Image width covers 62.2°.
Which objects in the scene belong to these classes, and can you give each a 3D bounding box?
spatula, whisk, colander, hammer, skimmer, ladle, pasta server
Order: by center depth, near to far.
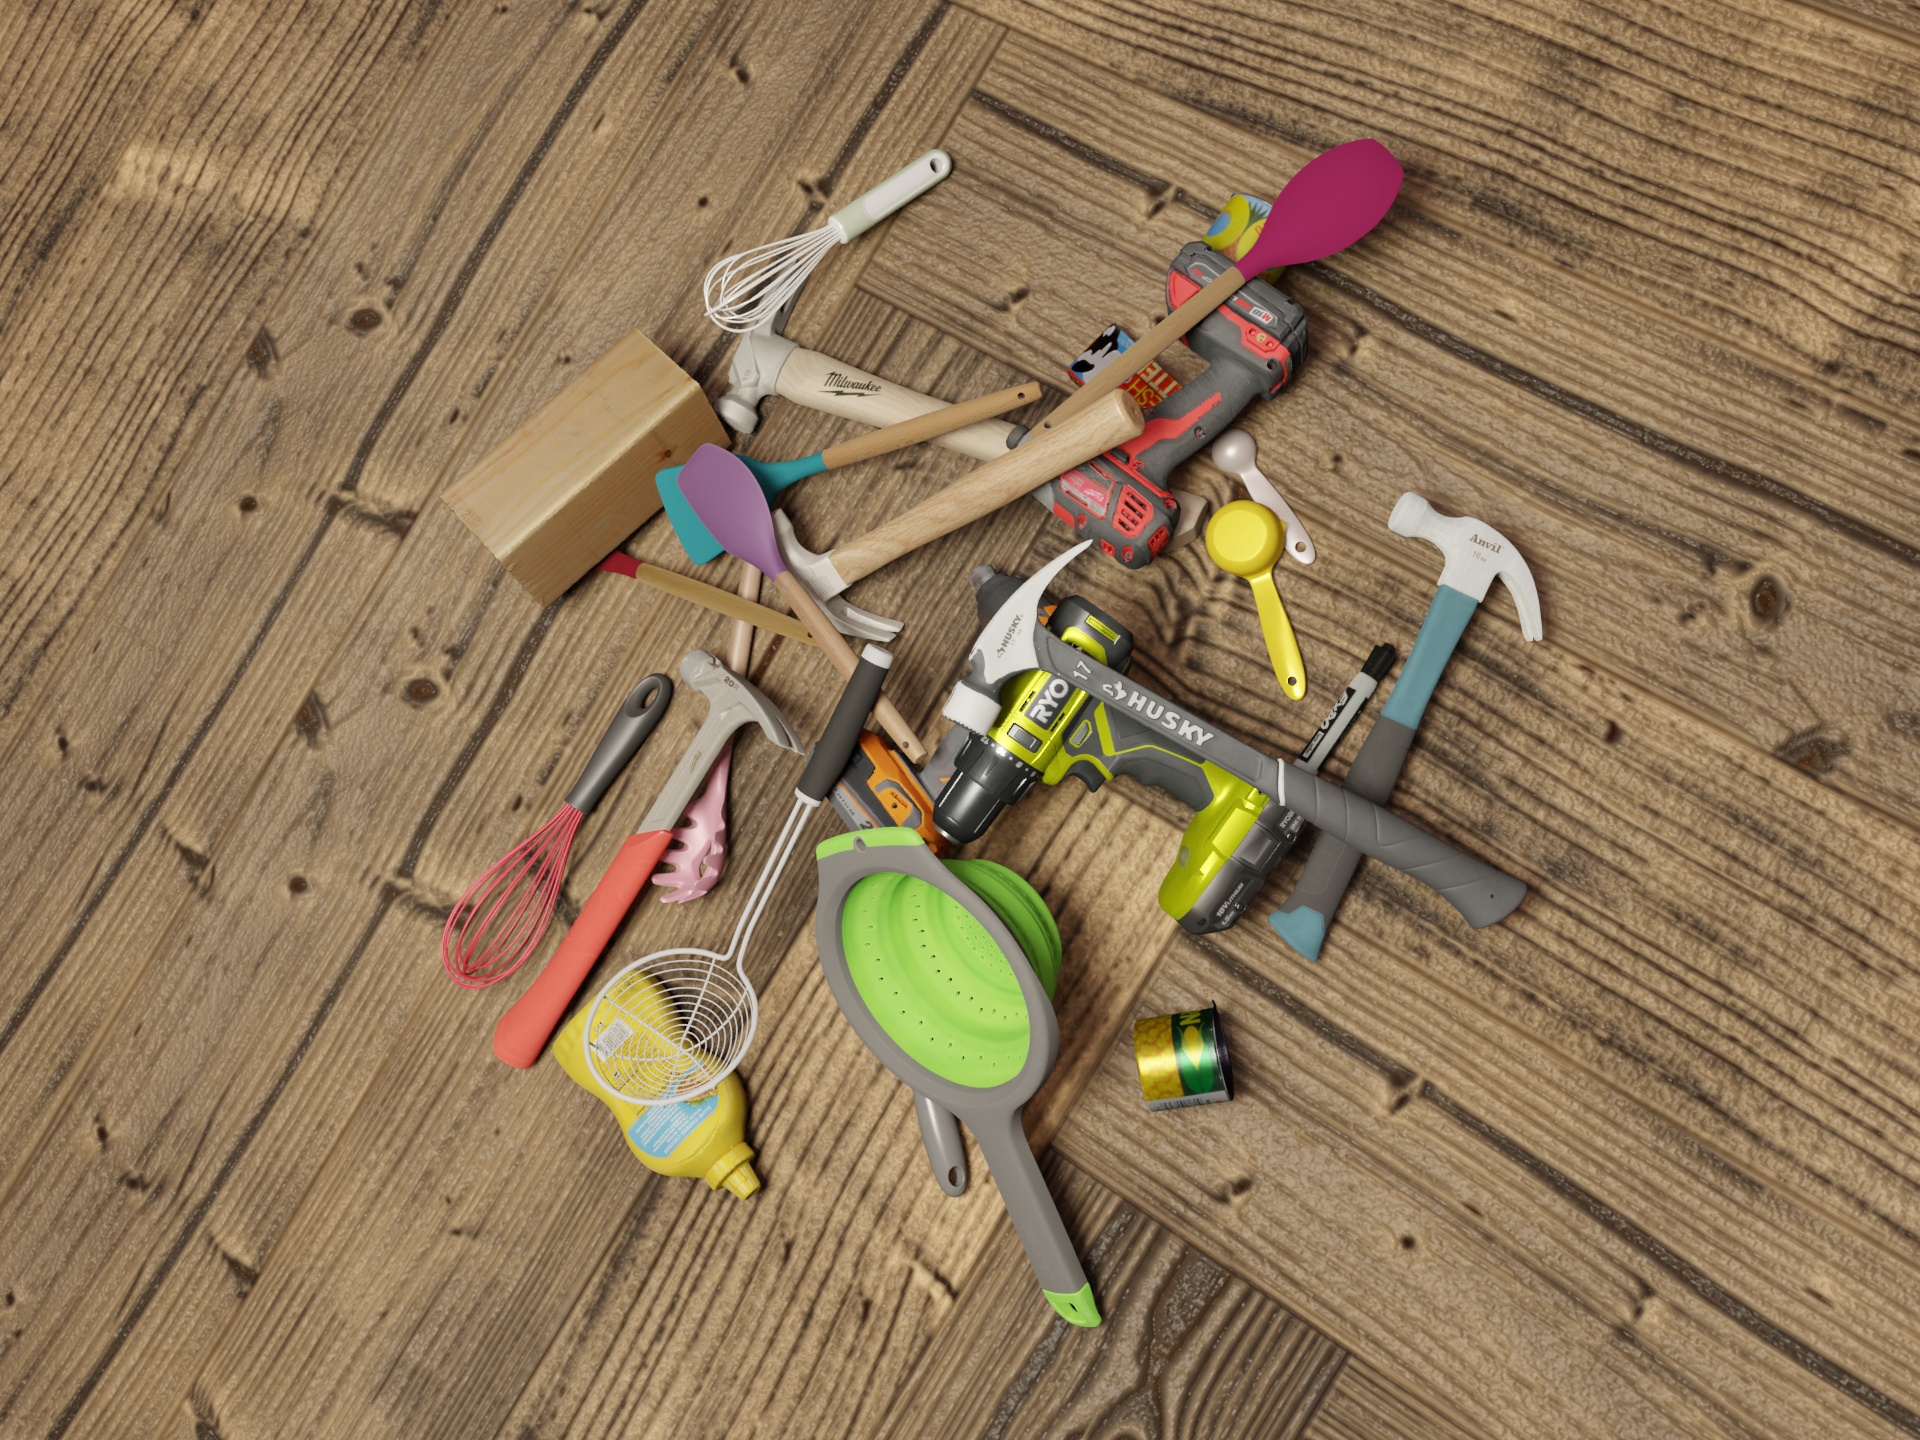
[{"bbox_3d":[0.199,0.027,1.067,0.409,0.036,0.149,28,88,-5],"label":"hammer"},{"bbox_3d":[0.034,0.238,1.125,0.204,0.094,0.397,-13,104,45],"label":"colander"},{"bbox_3d":[0.303,0.014,1.129,0.128,0.033,0.331,25,92,2],"label":"hammer"},{"bbox_3d":[-0.151,0.107,1.140,0.127,0.090,0.363,32,100,29],"label":"skimmer"},{"bbox_3d":[-0.006,-0.154,1.173,0.331,0.031,0.130,-23,109,35],"label":"hammer"},{"bbox_3d":[-0.037,0.238,1.187,0.055,0.055,0.239,-18,81,11],"label":"whisk"},{"bbox_3d":[-0.119,-0.091,1.197,0.059,0.018,0.316,-45,69,22],"label":"spatula"},{"bbox_3d":[-0.084,-0.205,1.235,0.317,0.044,0.082,-15,108,22],"label":"spatula"},{"bbox_3d":[-0.255,0.125,1.237,0.149,0.036,0.359,40,101,42],"label":"hammer"},{"bbox_3d":[0.005,-0.238,1.258,0.411,0.038,0.146,23,86,17],"label":"hammer"},{"bbox_3d":[-0.191,-0.009,1.271,0.060,0.040,0.316,1,79,41],"label":"pasta server"},{"bbox_3d":[-0.105,-0.390,1.279,0.246,0.059,0.057,-37,109,-13],"label":"whisk"},{"bbox_3d":[-0.320,0.087,1.283,0.073,0.073,0.296,31,83,17],"label":"whisk"},{"bbox_3d":[-0.238,-0.112,1.289,0.315,0.031,0.069,21,82,22],"label":"ladle"}]

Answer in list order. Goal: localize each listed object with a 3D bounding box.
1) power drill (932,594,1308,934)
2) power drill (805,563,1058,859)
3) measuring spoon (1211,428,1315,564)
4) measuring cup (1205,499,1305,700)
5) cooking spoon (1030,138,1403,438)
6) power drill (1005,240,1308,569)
[{"bbox_3d":[0.110,0.049,1.118,0.228,0.080,0.190,35,92,-6],"label":"power drill"},{"bbox_3d":[-0.002,-0.004,1.201,0.226,0.084,0.164,-38,73,2],"label":"power drill"},{"bbox_3d":[0.230,-0.169,1.196,0.034,0.018,0.124,-33,75,7],"label":"measuring spoon"},{"bbox_3d":[0.224,-0.090,1.176,0.062,0.029,0.156,-20,79,23],"label":"measuring cup"},{"bbox_3d":[0.177,-0.300,1.128,0.319,0.017,0.069,-39,75,5],"label":"cooking spoon"},{"bbox_3d":[0.142,-0.233,1.173,0.143,0.078,0.219,39,89,16],"label":"power drill"}]
